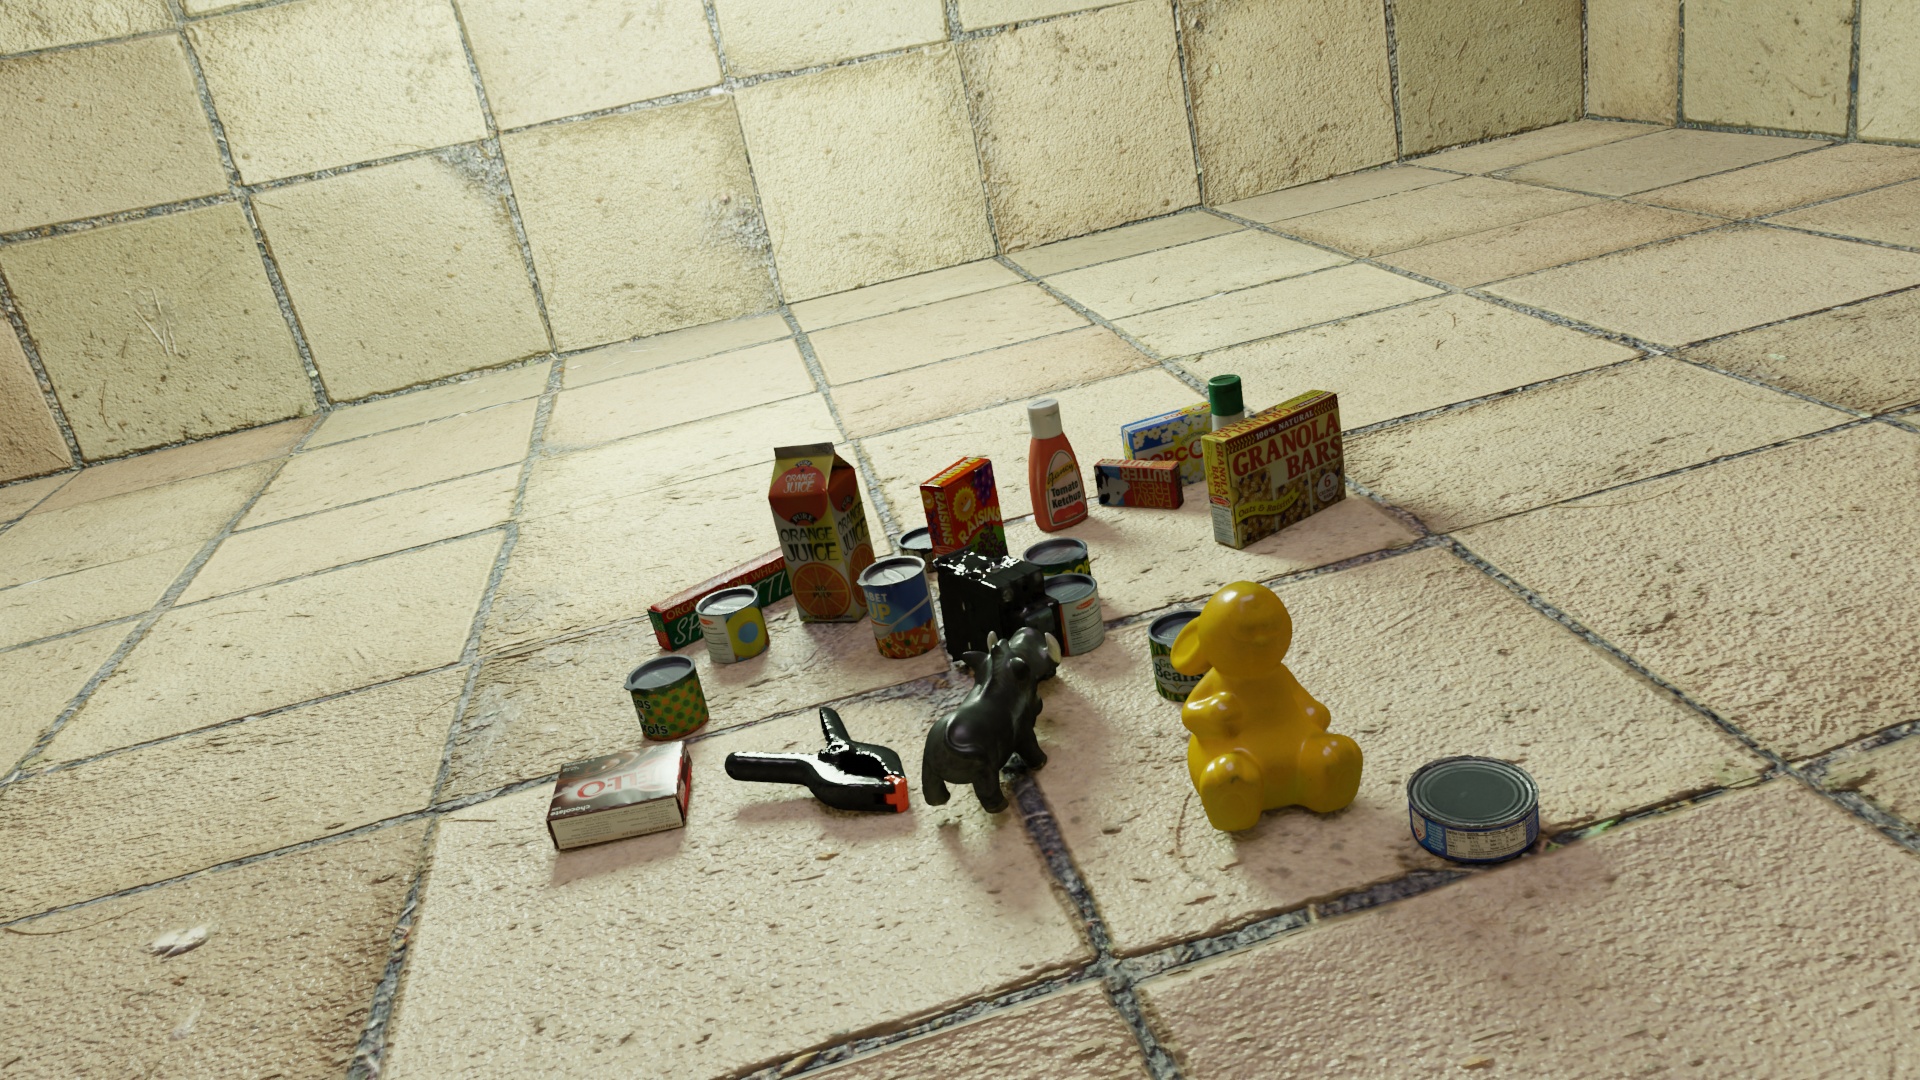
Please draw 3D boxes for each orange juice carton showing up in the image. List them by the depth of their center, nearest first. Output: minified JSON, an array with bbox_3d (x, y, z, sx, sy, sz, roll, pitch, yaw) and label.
[{"bbox_3d":[-0.146,-0.013,1.476,0.072,0.192,0.073,-2,23,22],"label":"orange juice carton"}]

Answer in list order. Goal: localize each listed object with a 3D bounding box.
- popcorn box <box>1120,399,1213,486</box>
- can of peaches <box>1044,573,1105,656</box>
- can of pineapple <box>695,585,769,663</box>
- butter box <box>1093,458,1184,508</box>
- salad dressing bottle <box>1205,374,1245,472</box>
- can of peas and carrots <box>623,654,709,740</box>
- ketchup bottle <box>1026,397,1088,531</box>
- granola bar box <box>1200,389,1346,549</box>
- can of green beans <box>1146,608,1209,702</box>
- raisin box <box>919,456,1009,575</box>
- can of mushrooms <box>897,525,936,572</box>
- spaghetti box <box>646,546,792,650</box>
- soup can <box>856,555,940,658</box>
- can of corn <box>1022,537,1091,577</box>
[{"bbox_3d":[0.258,-0.110,1.654,0.127,0.085,0.038,-17,22,-13],"label":"popcorn box"},{"bbox_3d":[0.101,0.070,1.330,0.071,0.057,0.071,-10,22,4],"label":"can of peaches"},{"bbox_3d":[-0.236,0.088,1.456,0.071,0.057,0.071,-10,22,4],"label":"can of pineapple"},{"bbox_3d":[0.208,-0.066,1.617,0.103,0.053,0.024,4,26,34],"label":"butter box"},{"bbox_3d":[0.302,-0.111,1.552,0.064,0.147,0.044,-12,21,0],"label":"salad dressing bottle"},{"bbox_3d":[-0.280,0.151,1.322,0.071,0.058,0.071,-10,22,4],"label":"can of peas and carrots"},{"bbox_3d":[0.105,-0.088,1.594,0.065,0.148,0.043,-22,24,-24],"label":"ketchup bottle"},{"bbox_3d":[0.338,-0.078,1.485,0.166,0.123,0.039,-23,24,-27],"label":"granola bar box"},{"bbox_3d":[0.199,0.100,1.209,0.071,0.057,0.071,-10,22,4],"label":"can of green beans"},{"bbox_3d":[0.005,-0.019,1.508,0.040,0.123,0.086,7,28,39],"label":"raisin box"},{"bbox_3d":[-0.036,0.010,1.578,0.071,0.033,0.071,-10,22,4],"label":"can of mushrooms"},{"bbox_3d":[-0.231,0.050,1.556,0.251,0.050,0.029,-27,26,-33],"label":"spaghetti box"},{"bbox_3d":[-0.062,0.067,1.384,0.071,0.083,0.071,-10,22,4],"label":"soup can"},{"bbox_3d":[0.103,0.037,1.411,0.071,0.058,0.071,-10,22,4],"label":"can of corn"}]
